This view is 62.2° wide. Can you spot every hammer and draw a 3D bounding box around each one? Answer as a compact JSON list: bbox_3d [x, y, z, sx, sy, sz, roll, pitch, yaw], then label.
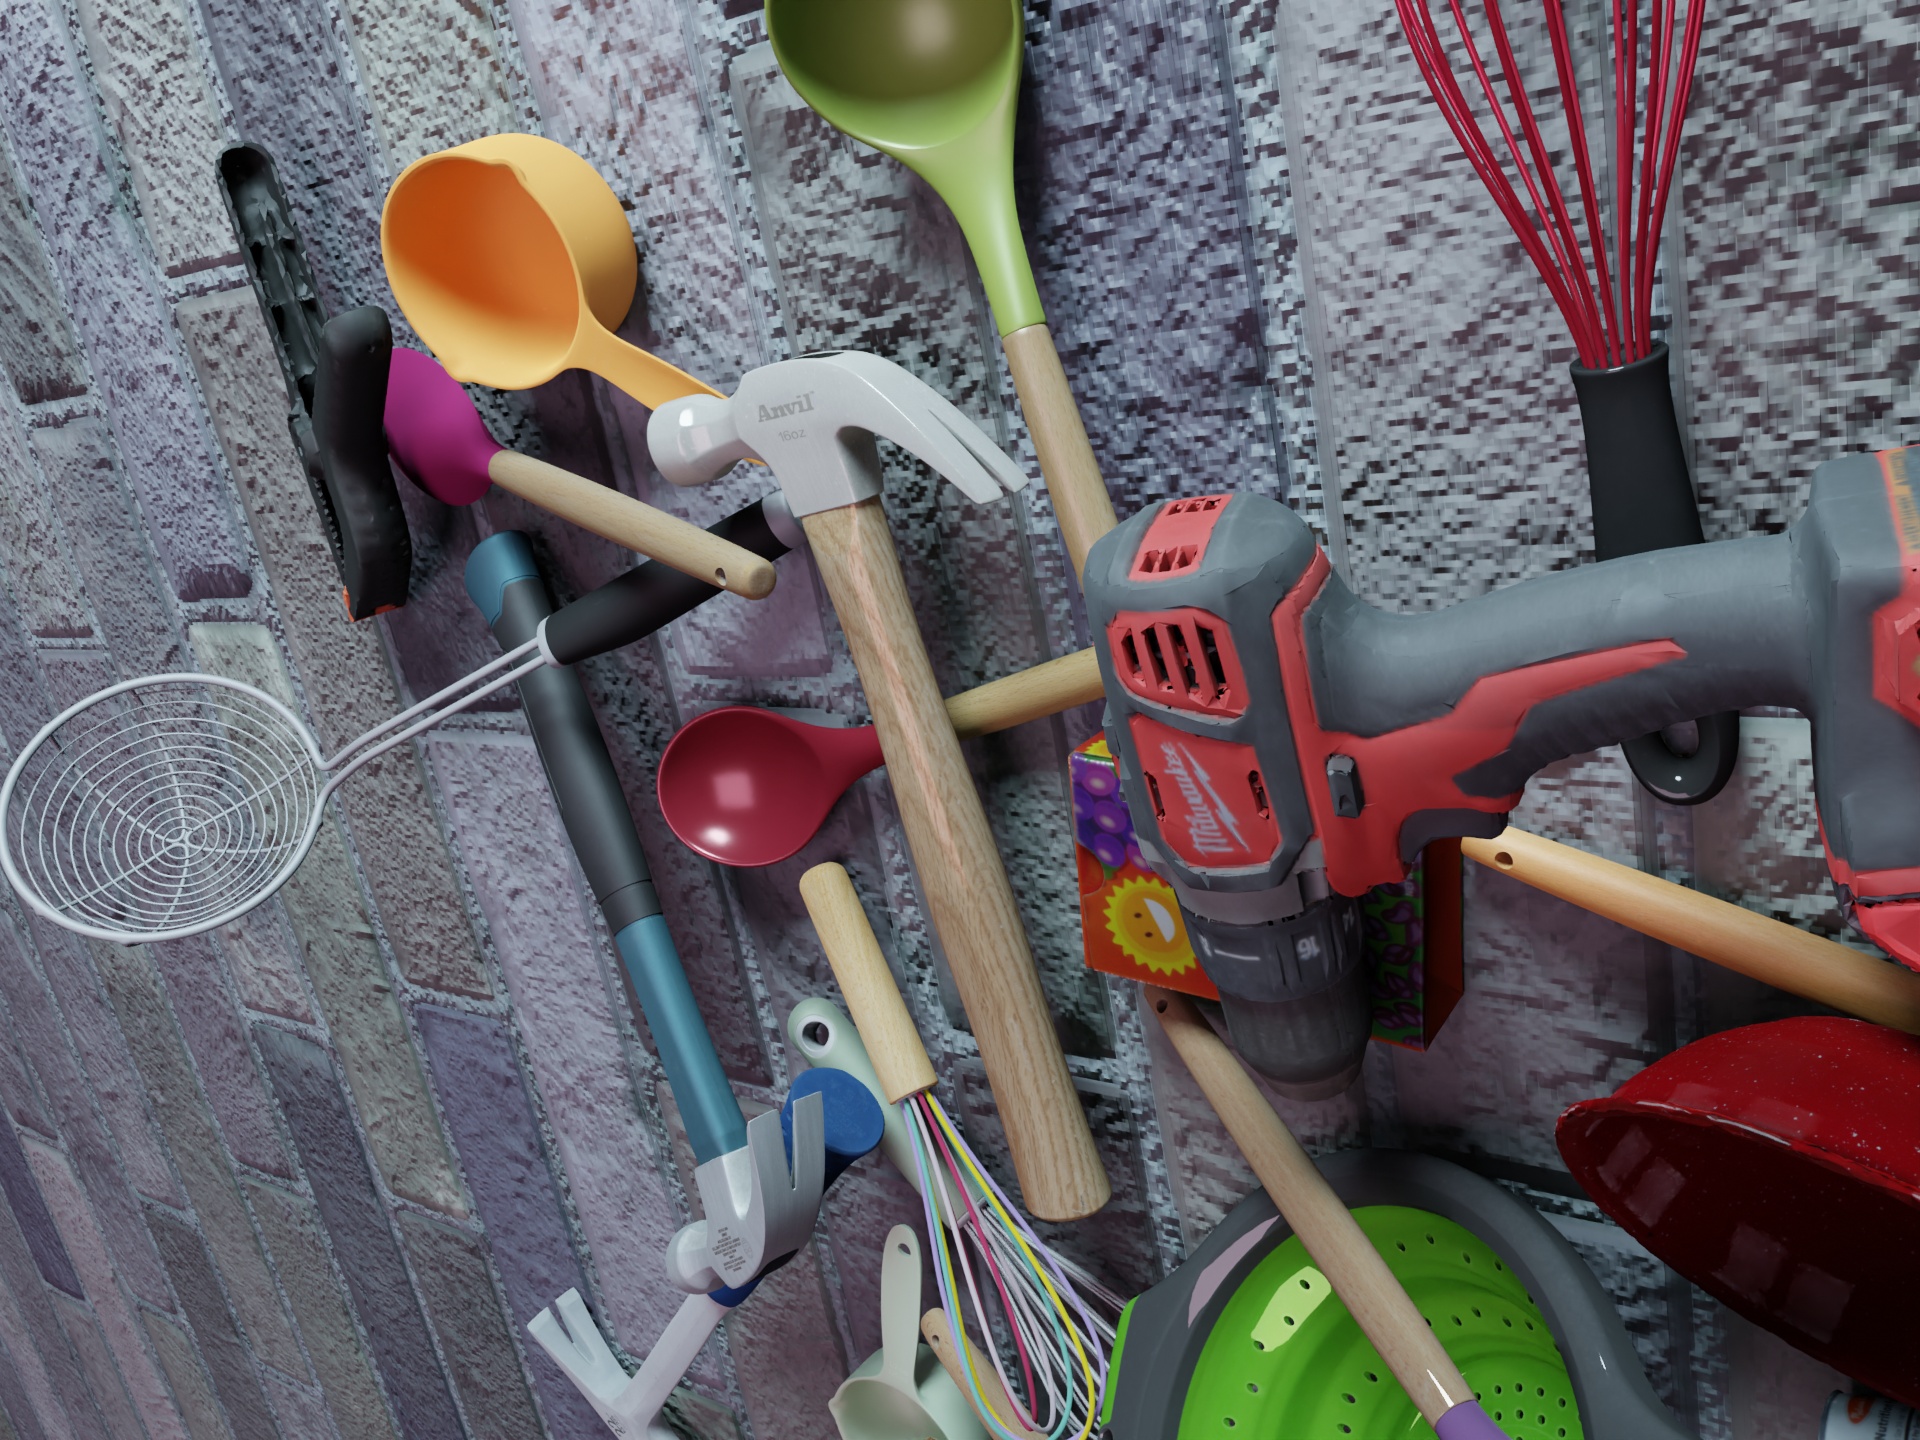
[{"bbox_3d":[-0.005,0.032,0.566,0.130,0.031,0.331,-8,107,36],"label":"hammer"},{"bbox_3d":[-0.141,0.074,0.671,0.128,0.033,0.331,-37,73,49],"label":"hammer"},{"bbox_3d":[-0.126,0.279,0.785,0.144,0.035,0.405,43,136,13],"label":"hammer"}]

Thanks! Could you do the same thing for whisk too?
[{"bbox_3d":[0.159,-0.109,0.394,0.073,0.073,0.295,-2,116,38],"label":"whisk"},{"bbox_3d":[-0.013,0.170,0.629,0.245,0.051,0.047,65,148,17],"label":"whisk"},{"bbox_3d":[0.011,0.212,0.669,0.058,0.059,0.246,-45,75,4],"label":"whisk"}]

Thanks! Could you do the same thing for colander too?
[{"bbox_3d":[0.200,0.230,0.452,0.094,0.205,0.397,27,150,-28],"label":"colander"}]

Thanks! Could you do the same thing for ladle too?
[{"bbox_3d":[-0.001,-0.002,0.584,0.315,0.031,0.069,-18,100,39],"label":"ladle"},{"bbox_3d":[0.022,-0.091,0.478,0.078,0.062,0.320,-17,93,31],"label":"ladle"}]

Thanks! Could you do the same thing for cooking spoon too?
[{"bbox_3d":[-0.167,-0.094,0.622,0.319,0.017,0.068,25,127,44],"label":"cooking spoon"}]

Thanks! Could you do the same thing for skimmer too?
[{"bbox_3d":[-0.227,-0.015,0.633,0.363,0.090,0.127,-25,61,21],"label":"skimmer"}]

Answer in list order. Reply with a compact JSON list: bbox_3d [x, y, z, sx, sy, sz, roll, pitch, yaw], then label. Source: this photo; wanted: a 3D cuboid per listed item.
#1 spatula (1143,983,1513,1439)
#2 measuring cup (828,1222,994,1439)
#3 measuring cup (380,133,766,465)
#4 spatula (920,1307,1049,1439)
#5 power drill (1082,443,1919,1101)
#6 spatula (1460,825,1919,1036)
[{"bbox_3d":[0.131,0.179,0.463,0.059,0.018,0.316,-54,37,15],"label":"spatula"},{"bbox_3d":[-0.018,0.288,0.730,0.083,0.038,0.167,17,119,30],"label":"measuring cup"},{"bbox_3d":[-0.130,-0.153,0.598,0.173,0.052,0.095,32,129,1],"label":"measuring cup"},{"bbox_3d":[0.079,0.327,0.578,0.318,0.044,0.082,39,115,46],"label":"spatula"},{"bbox_3d":[0.153,0.024,0.406,0.227,0.080,0.187,-4,121,25],"label":"power drill"},{"bbox_3d":[0.288,0.086,0.411,0.323,0.041,0.081,23,123,32],"label":"spatula"}]
